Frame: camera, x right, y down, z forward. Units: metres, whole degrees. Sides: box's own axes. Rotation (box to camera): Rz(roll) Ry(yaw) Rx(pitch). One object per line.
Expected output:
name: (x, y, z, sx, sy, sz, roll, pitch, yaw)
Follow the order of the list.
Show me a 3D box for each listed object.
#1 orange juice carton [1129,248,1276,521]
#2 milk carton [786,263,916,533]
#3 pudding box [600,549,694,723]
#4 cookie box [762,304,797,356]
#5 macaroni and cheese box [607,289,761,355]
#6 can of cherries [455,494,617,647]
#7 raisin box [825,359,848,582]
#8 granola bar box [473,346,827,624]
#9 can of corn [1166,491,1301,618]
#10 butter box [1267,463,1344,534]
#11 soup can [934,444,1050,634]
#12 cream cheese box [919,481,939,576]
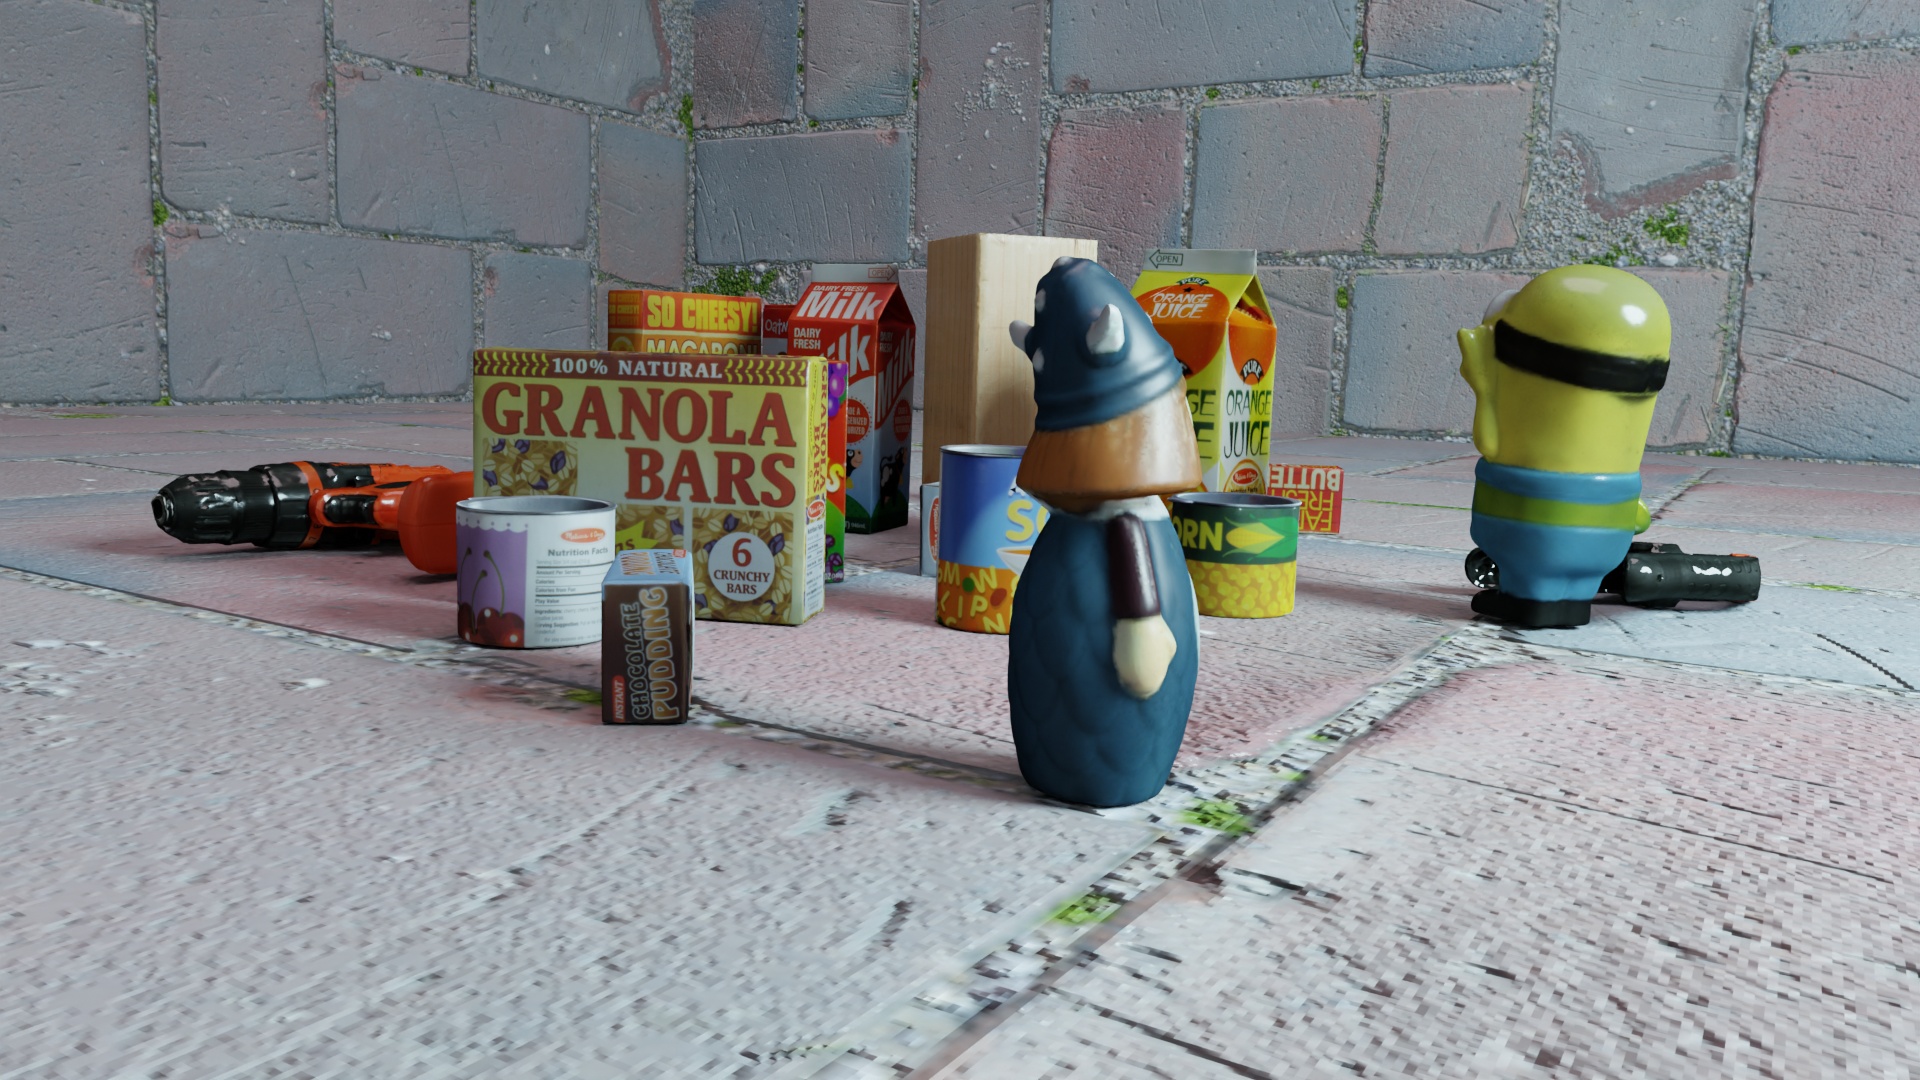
orange juice carton: (0.134, -0.072, 0.807, 0.072, 0.192, 0.073, 6, 8, 34)
milk carton: (-0.080, -0.104, 1.007, 0.072, 0.190, 0.073, 4, 7, 20)
pudding box: (-0.111, 0.032, 0.500, 0.030, 0.049, 0.084, 1, 7, -10)
cookie box: (-0.120, -0.119, 1.202, 0.123, 0.167, 0.040, 8, 9, 42)
macaroni and cheese box: (-0.204, -0.099, 1.028, 0.040, 0.166, 0.124, 6, 8, 34)
can of cherries: (-0.184, 0.012, 0.601, 0.071, 0.058, 0.071, 2, 7, 0)
raisin box: (-0.105, -0.037, 0.748, 0.086, 0.123, 0.040, -5, 9, -43)
granola bar box: (-0.147, -0.028, 0.662, 0.165, 0.124, 0.039, 3, 7, 11)
can of corn: (0.139, 0.007, 0.722, 0.071, 0.058, 0.071, 2, 7, 0)
butter box: (0.241, -0.033, 1.071, 0.103, 0.053, 0.024, 3, 7, 6)
soup can: (0.024, -0.002, 0.660, 0.071, 0.083, 0.071, 2, 7, 0)
cream cheese box: (0.003, -0.011, 0.838, 0.024, 0.053, 0.104, 4, 8, 19)
